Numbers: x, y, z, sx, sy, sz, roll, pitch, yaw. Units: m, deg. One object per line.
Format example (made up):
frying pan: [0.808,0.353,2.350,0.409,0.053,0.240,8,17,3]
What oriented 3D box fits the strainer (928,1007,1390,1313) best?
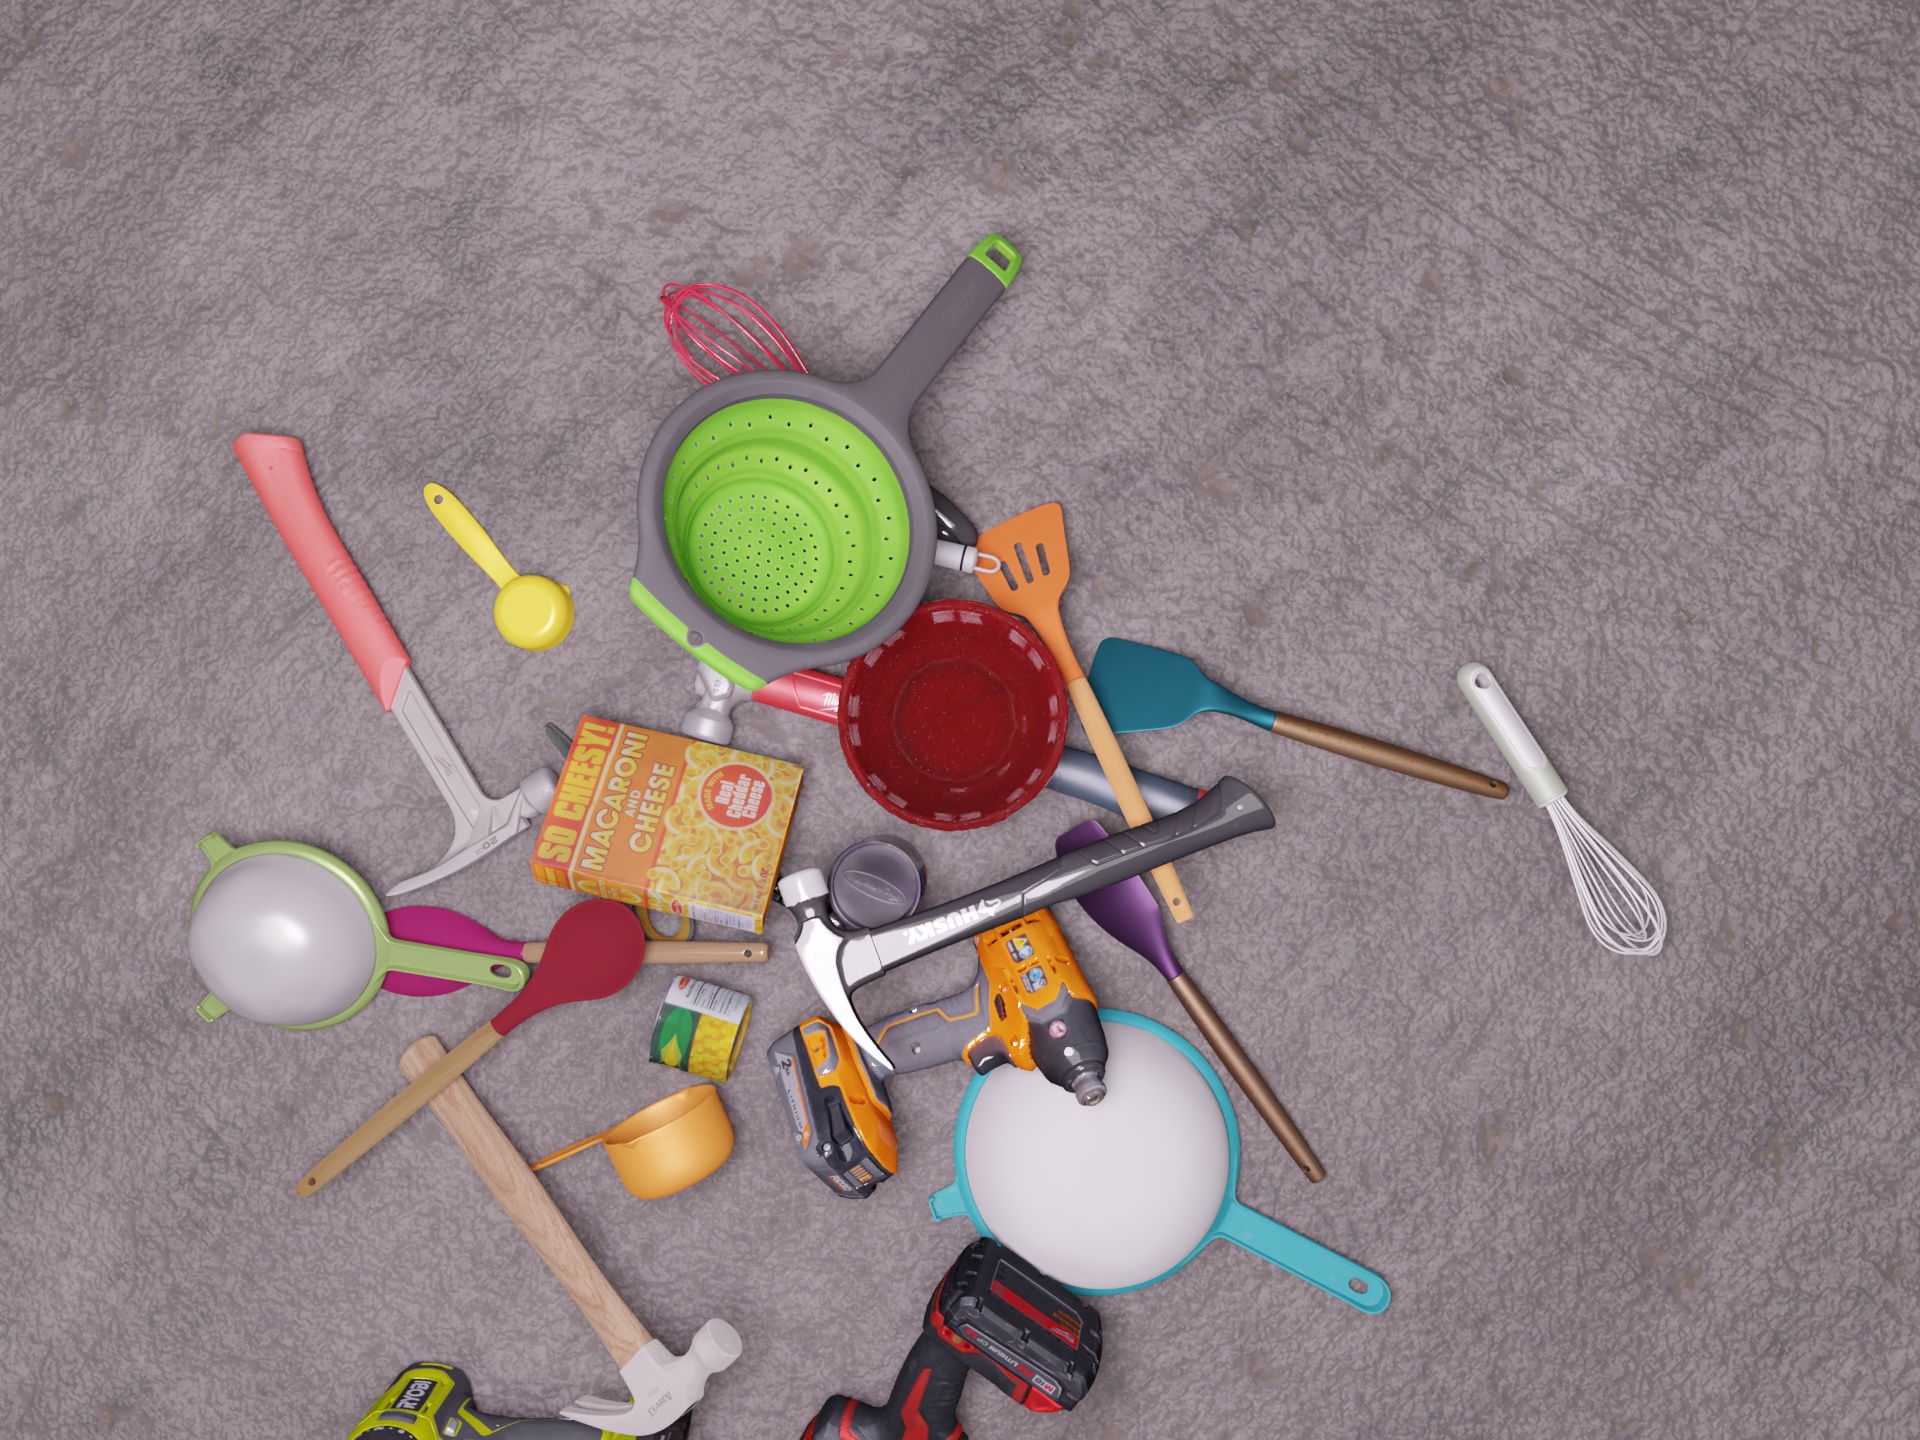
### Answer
strainer: [0.156,0.346,1.130,0.340,0.095,0.211,27,90,3]

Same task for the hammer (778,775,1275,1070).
hammer: [0.055,0.119,1.082,0.335,0.035,0.146,-20,79,-3]

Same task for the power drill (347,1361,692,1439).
power drill: [-0.310,0.517,1.097,0.228,0.190,0.080,8,89,-2]

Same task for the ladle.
ladle: [-0.353,0.239,1.144,0.315,0.031,0.069,-39,85,-1]

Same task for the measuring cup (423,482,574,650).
measuring cup: [-0.352,-0.118,1.188,0.062,0.029,0.156,-41,90,0]

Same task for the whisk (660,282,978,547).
whisk: [-0.103,-0.223,1.172,0.296,0.073,0.073,39,90,-3]

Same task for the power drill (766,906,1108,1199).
power drill: [-0.008,0.239,1.112,0.226,0.084,0.164,-30,46,2]

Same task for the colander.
colander: [-0.082,-0.188,1.114,0.204,0.094,0.397,39,68,-10]

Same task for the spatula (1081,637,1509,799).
spatula: [0.249,0.010,1.166,0.317,0.044,0.082,17,64,-5]

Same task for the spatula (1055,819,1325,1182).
spatula: [0.170,0.209,1.167,0.059,0.018,0.316,-36,91,37]

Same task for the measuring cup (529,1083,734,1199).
measuring cup: [-0.243,0.322,1.160,0.173,0.095,0.052,-25,93,19]

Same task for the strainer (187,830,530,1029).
strainer: [-0.445,0.175,1.147,0.256,0.069,0.151,9,106,2]

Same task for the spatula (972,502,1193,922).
spatula: [0.095,-0.006,1.141,0.081,0.041,0.323,-26,80,10]

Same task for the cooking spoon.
cooking spoon: [-0.297,0.171,1.176,0.319,0.017,0.069,-1,90,8]

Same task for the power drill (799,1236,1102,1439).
power drill: [0.011,0.500,1.121,0.188,0.080,0.226,35,109,2]

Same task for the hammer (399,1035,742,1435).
hammer: [-0.299,0.360,1.133,0.331,0.031,0.130,46,103,18]

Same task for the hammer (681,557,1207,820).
hammer: [-0.002,-0.004,1.172,0.386,0.038,0.143,17,88,2]

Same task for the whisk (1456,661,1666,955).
whisk: [0.434,0.063,1.154,0.058,0.059,0.246,-30,83,-11]

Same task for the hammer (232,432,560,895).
hammer: [-0.446,-0.052,1.187,0.149,0.036,0.359,-31,89,1]

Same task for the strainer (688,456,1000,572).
strainer: [-0.097,-0.139,1.168,0.258,0.050,0.087,13,59,4]
